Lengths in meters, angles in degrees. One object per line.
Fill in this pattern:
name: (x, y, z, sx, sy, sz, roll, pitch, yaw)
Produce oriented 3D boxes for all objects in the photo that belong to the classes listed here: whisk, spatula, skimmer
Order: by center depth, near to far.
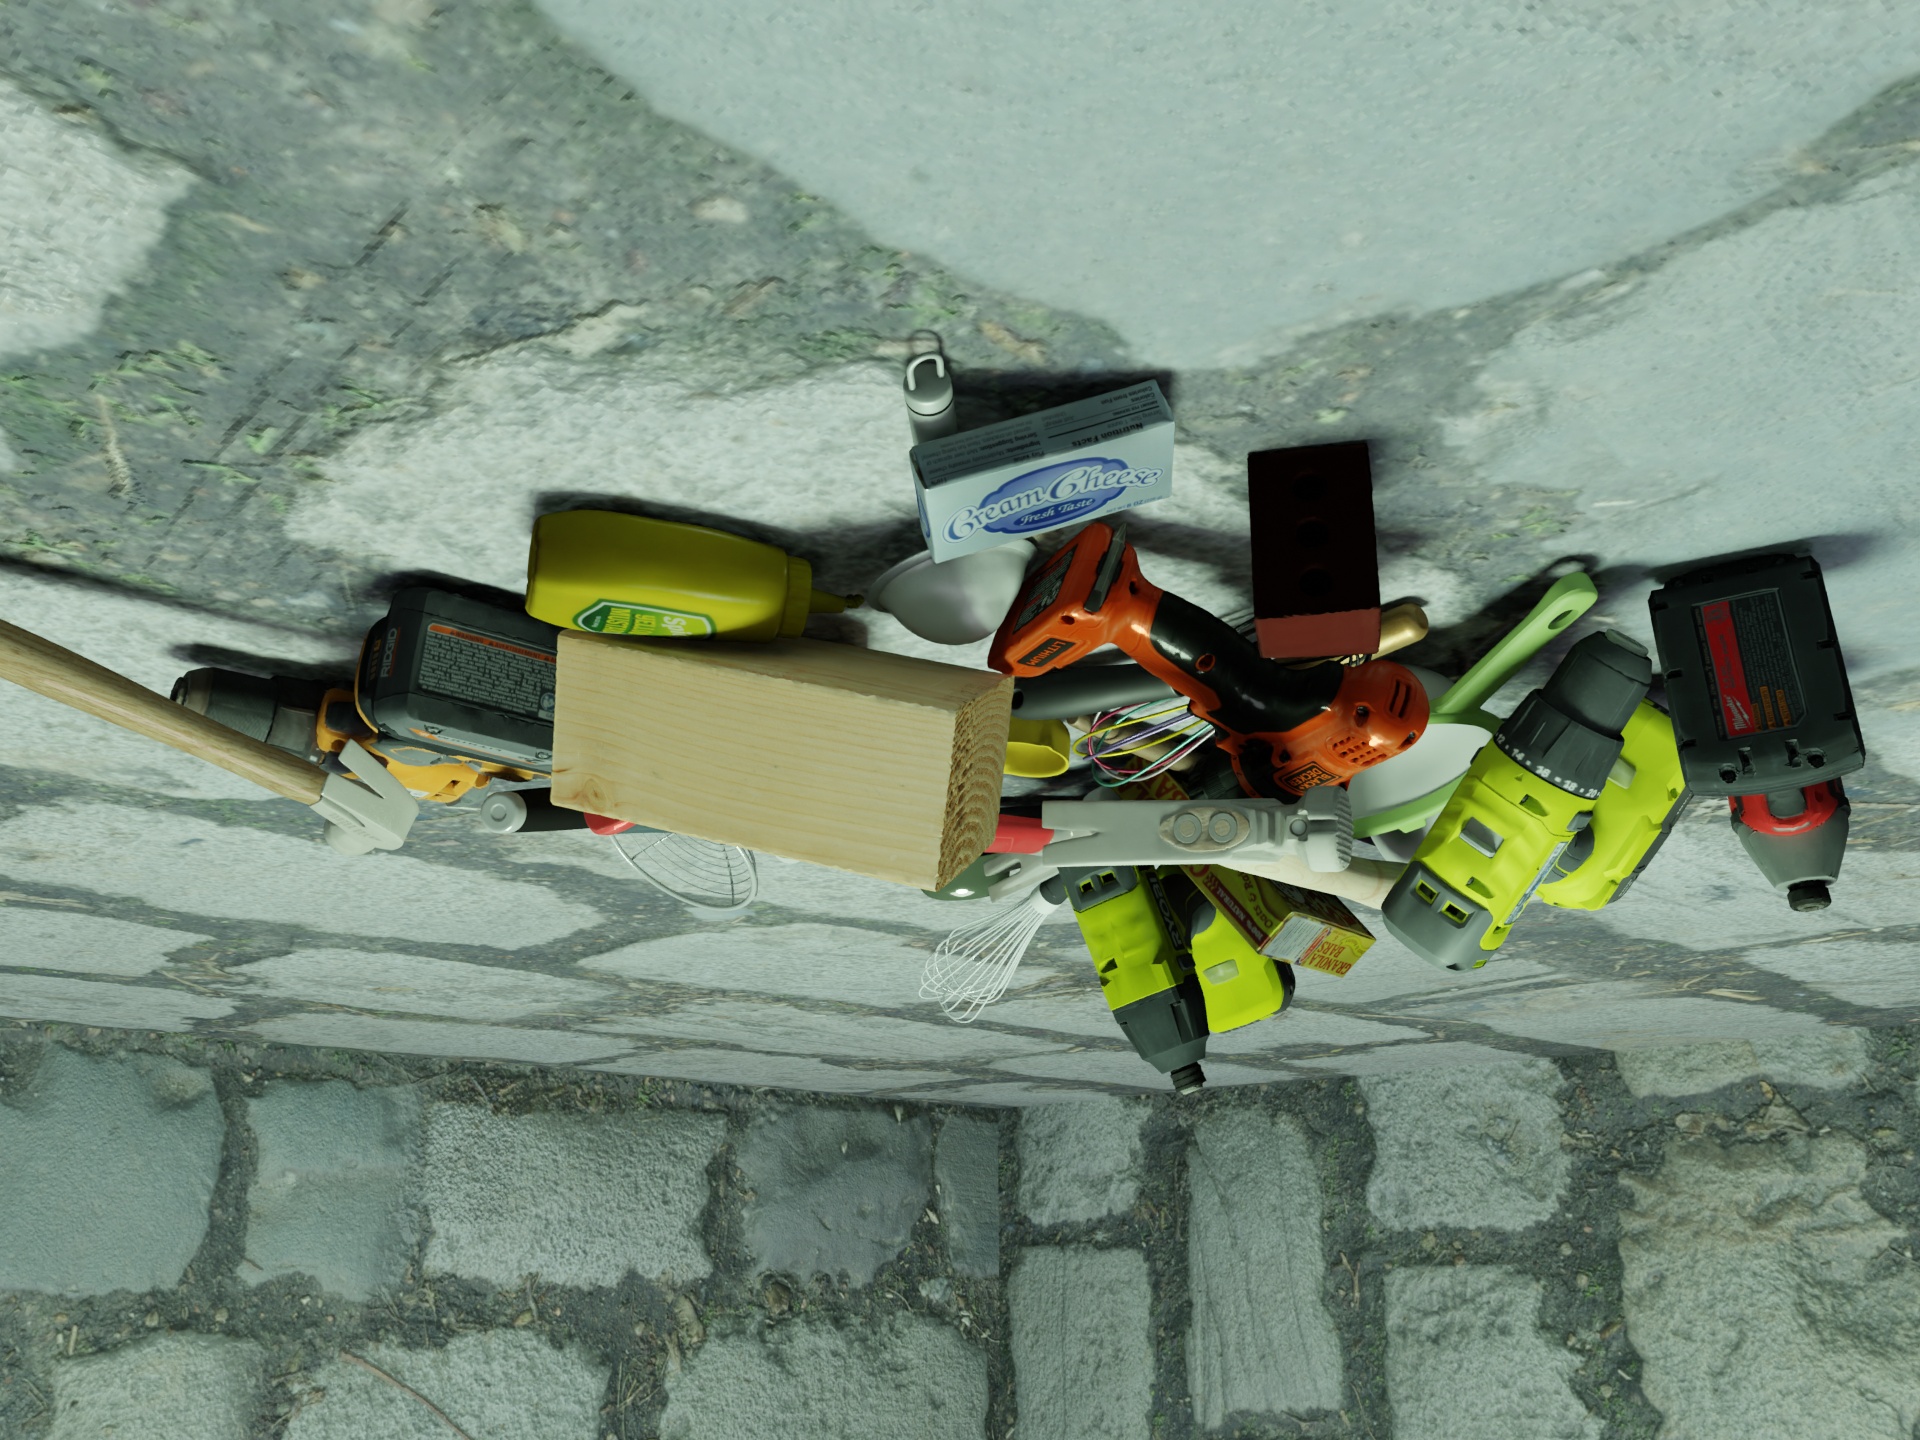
whisk: (0.118, -0.027, 0.878, 0.239, 0.055, 0.055, -9, 160, 38)
whisk: (0.156, -0.014, 0.908, 0.047, 0.051, 0.245, 39, 138, -25)
skimmer: (-0.221, 0.084, 1.007, 0.127, 0.090, 0.363, 24, -178, 10)
spatula: (0.187, 0.040, 1.084, 0.315, 0.060, 0.018, 20, 110, -37)
whisk: (0.050, 0.151, 1.214, 0.070, 0.070, 0.284, 11, 141, -28)

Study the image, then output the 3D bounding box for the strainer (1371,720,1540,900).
strainer: (0.322, 0.064, 1.060, 0.340, 0.095, 0.211, 11, 158, -33)

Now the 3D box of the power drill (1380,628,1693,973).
power drill: (0.337, 0.039, 0.881, 0.080, 0.190, 0.228, 39, -157, 30)

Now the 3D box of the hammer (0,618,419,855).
hammer: (-0.428, -0.014, 0.795, 0.331, 0.031, 0.130, 30, 155, -27)

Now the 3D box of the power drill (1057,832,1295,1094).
power drill: (0.153, 0.161, 1.094, 0.080, 0.171, 0.223, -27, 165, 23)

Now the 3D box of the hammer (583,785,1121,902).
hammer: (-0.068, 0.073, 1.016, 0.386, 0.038, 0.143, 8, 150, -41)

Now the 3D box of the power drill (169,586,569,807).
power drill: (-0.319, -0.008, 0.882, 0.185, 0.084, 0.226, 16, 160, -35)

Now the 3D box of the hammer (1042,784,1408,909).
hammer: (0.187, 0.081, 0.898, 0.146, 0.038, 0.410, -3, 169, 26)

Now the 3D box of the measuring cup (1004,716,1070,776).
measuring cup: (-0.002, -0.003, 0.987, 0.156, 0.029, 0.062, 21, 155, -20)

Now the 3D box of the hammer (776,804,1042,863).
hammer: (0.016, 0.075, 1.186, 0.335, 0.035, 0.146, 0, 162, 1)

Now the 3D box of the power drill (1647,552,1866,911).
power drill: (0.428, 0.013, 0.840, 0.078, 0.143, 0.219, -13, 155, 27)

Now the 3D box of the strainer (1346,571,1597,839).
strainer: (0.254, -0.019, 0.885, 0.151, 0.069, 0.256, 2, 147, -24)

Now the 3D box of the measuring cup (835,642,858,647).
measuring cup: (-0.077, 0.000, 0.924, 0.052, 0.095, 0.173, -3, 180, -6)

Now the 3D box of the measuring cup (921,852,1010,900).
measuring cup: (0.044, 0.119, 1.249, 0.167, 0.038, 0.083, -1, -172, 20)

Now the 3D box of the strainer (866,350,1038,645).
strainer: (-0.006, -0.086, 0.708, 0.087, 0.050, 0.258, -16, 158, -2)
